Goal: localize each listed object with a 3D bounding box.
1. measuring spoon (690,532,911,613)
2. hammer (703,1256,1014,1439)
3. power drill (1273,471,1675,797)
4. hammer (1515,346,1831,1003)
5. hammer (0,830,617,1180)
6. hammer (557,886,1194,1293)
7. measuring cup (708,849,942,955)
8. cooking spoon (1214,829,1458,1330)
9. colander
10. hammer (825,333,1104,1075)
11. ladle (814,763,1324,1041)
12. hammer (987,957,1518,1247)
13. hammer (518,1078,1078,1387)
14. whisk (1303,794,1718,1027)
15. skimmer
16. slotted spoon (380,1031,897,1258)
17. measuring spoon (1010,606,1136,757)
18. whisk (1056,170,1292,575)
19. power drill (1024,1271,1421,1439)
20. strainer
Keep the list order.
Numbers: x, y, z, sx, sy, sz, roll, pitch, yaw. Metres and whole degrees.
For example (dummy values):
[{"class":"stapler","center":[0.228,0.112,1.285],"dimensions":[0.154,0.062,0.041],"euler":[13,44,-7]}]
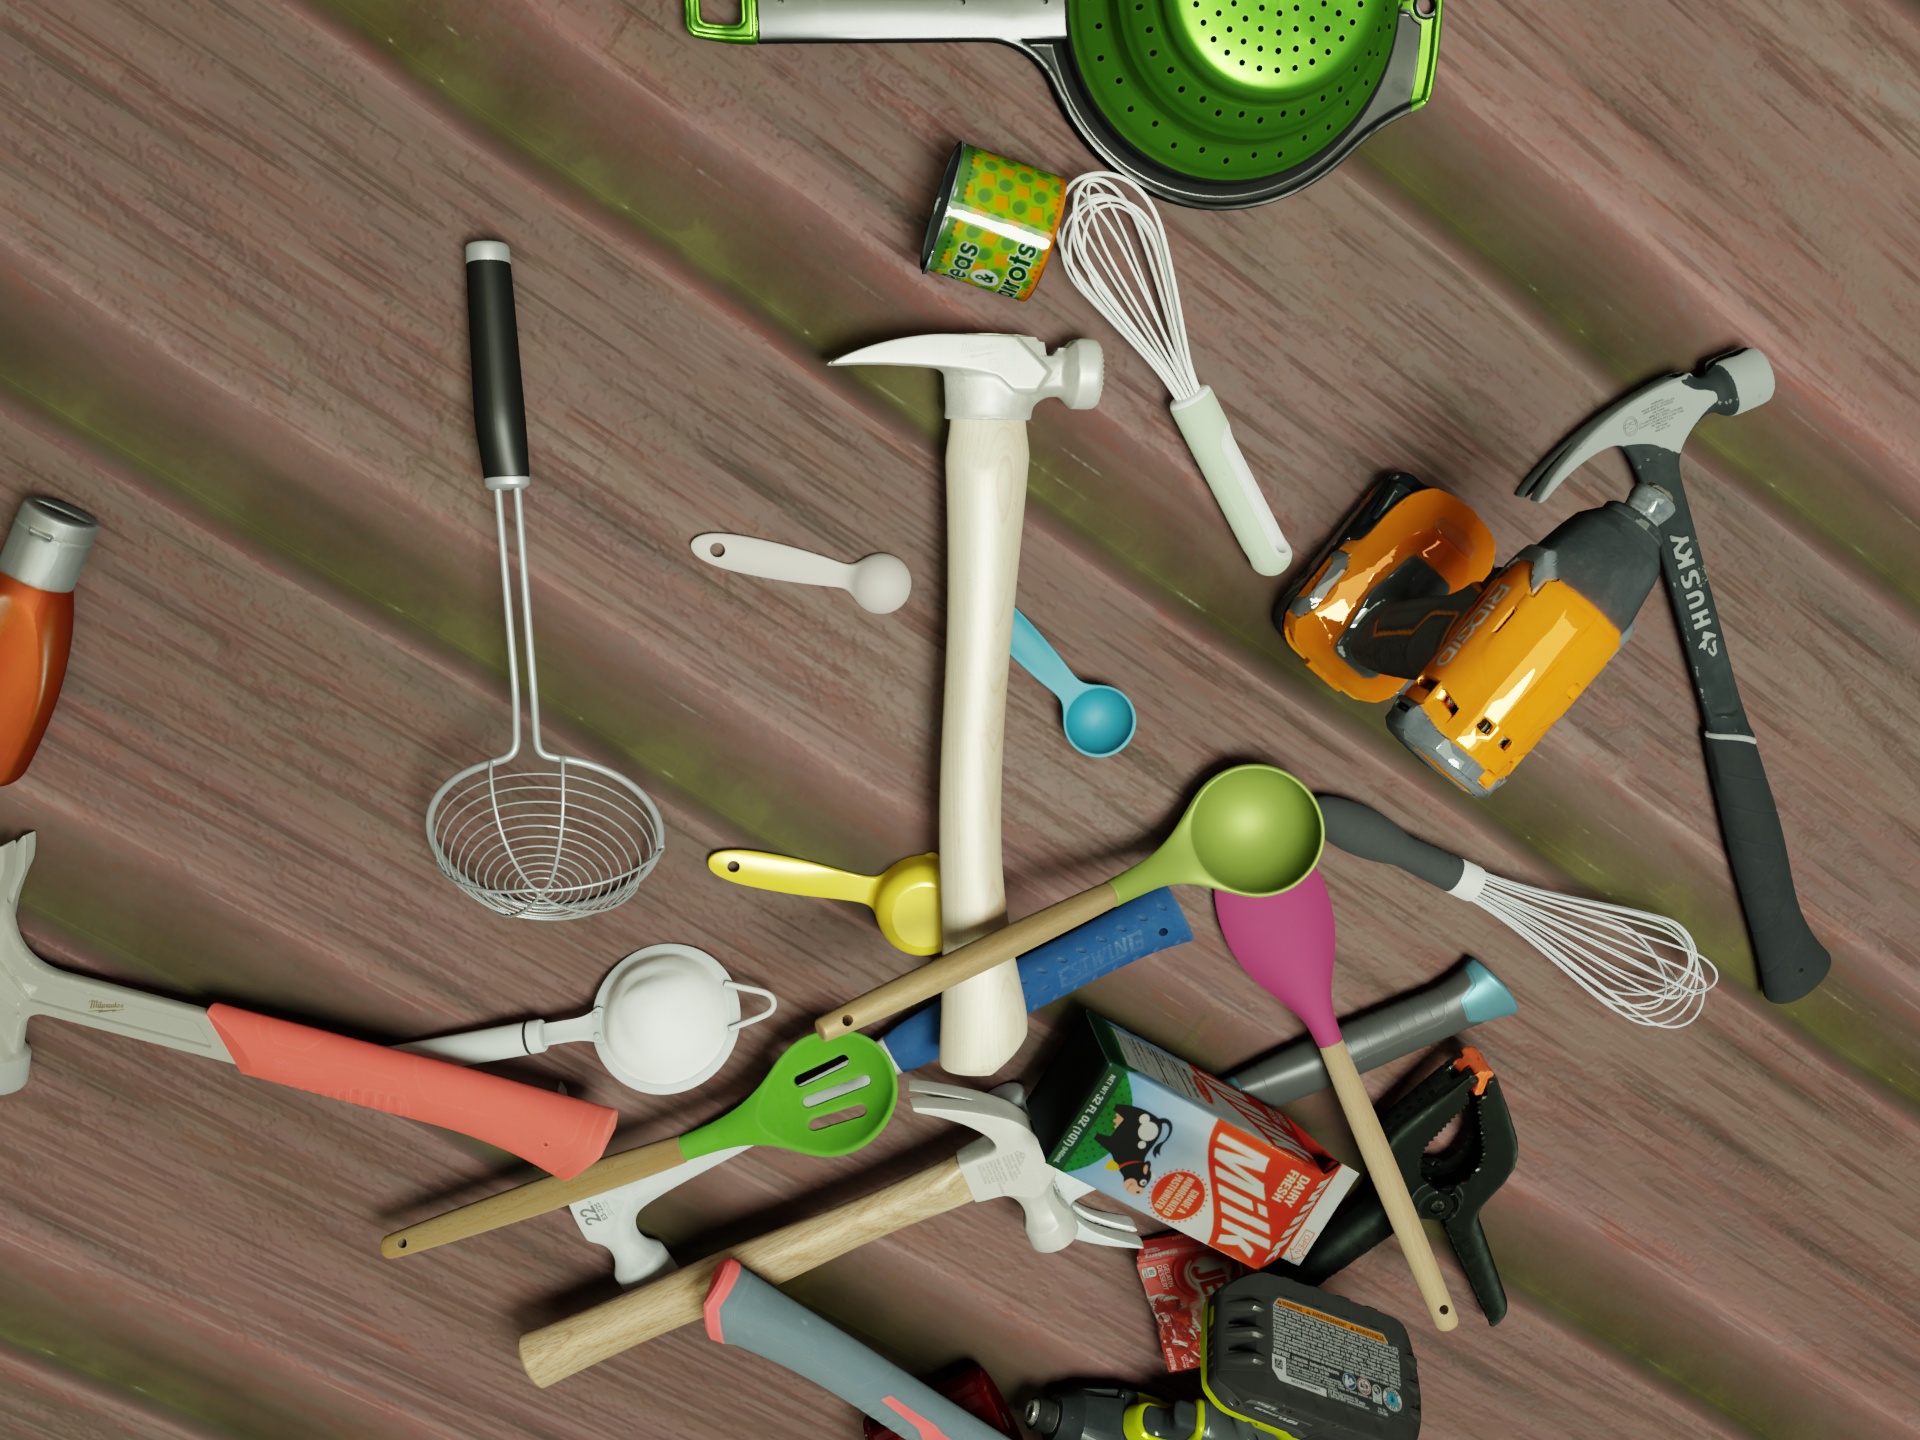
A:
[{"class":"measuring spoon","center":[-0.087,-0.083,0.877],"dimensions":[0.124,0.018,0.034],"euler":[11,104,-10]},{"class":"hammer","center":[0.024,0.417,0.919],"dimensions":[0.386,0.038,0.143],"euler":[36,109,-8]},{"class":"power drill","center":[0.261,-0.063,0.817],"dimensions":[0.084,0.227,0.164],"euler":[37,98,-15]},{"class":"hammer","center":[0.455,-0.005,0.958],"dimensions":[0.149,0.036,0.408],"euler":[-23,107,0]},{"class":"hammer","center":[-0.366,0.177,0.879],"dimensions":[0.359,0.037,0.149],"euler":[15,103,-2]},{"class":"hammer","center":[-0.052,0.200,0.949],"dimensions":[0.405,0.035,0.144],"euler":[-28,107,1]},{"class":"measuring cup","center":[-0.069,0.100,0.922],"dimensions":[0.156,0.029,0.062],"euler":[12,103,-12]},{"class":"cooking spoon","center":[0.233,0.217,0.957],"dimensions":[0.069,0.017,0.319],"euler":[-23,90,-3]},{"class":"colander","center":[0.063,-0.358,0.782],"dimensions":[0.397,0.094,0.204],"euler":[-3,105,-6]},{"class":"hammer","center":[-0.001,-0.003,0.877],"dimensions":[0.146,0.038,0.410],"euler":[-1,100,-10]},{"class":"ladle","center":[0.067,0.104,0.872],"dimensions":[0.320,0.062,0.078],"euler":[-21,89,-26]},{"class":"hammer","center":[0.187,0.226,0.987],"dimensions":[0.331,0.033,0.128],"euler":[-23,106,-1]},{"class":"hammer","center":[-0.103,0.312,0.939],"dimensions":[0.331,0.031,0.130],"euler":[-22,109,-1]},{"class":"whisk","center":[0.334,0.109,0.966],"dimensions":[0.284,0.070,0.070],"euler":[25,101,-8]},{"class":"skimmer","center":[-0.235,-0.066,0.859],"dimensions":[0.127,0.090,0.363],"euler":[-4,95,-4]},{"class":"slotted spoon","center":[-0.184,0.251,0.912],"dimensions":[0.314,0.031,0.070],"euler":[-19,79,1]},{"class":"measuring spoon","center":[0.049,-0.032,0.913],"dimensions":[0.042,0.021,0.128],"euler":[-43,97,5]},{"class":"whisk","center":[0.122,-0.183,0.864],"dimensions":[0.059,0.058,0.246],"euler":[-15,116,37]},{"class":"power drill","center":[0.156,0.422,0.970],"dimensions":[0.171,0.080,0.223],"euler":[24,134,-14]},{"class":"strainer","center":[-0.237,0.181,0.913],"dimensions":[0.258,0.050,0.087],"euler":[-11,70,3]}]
